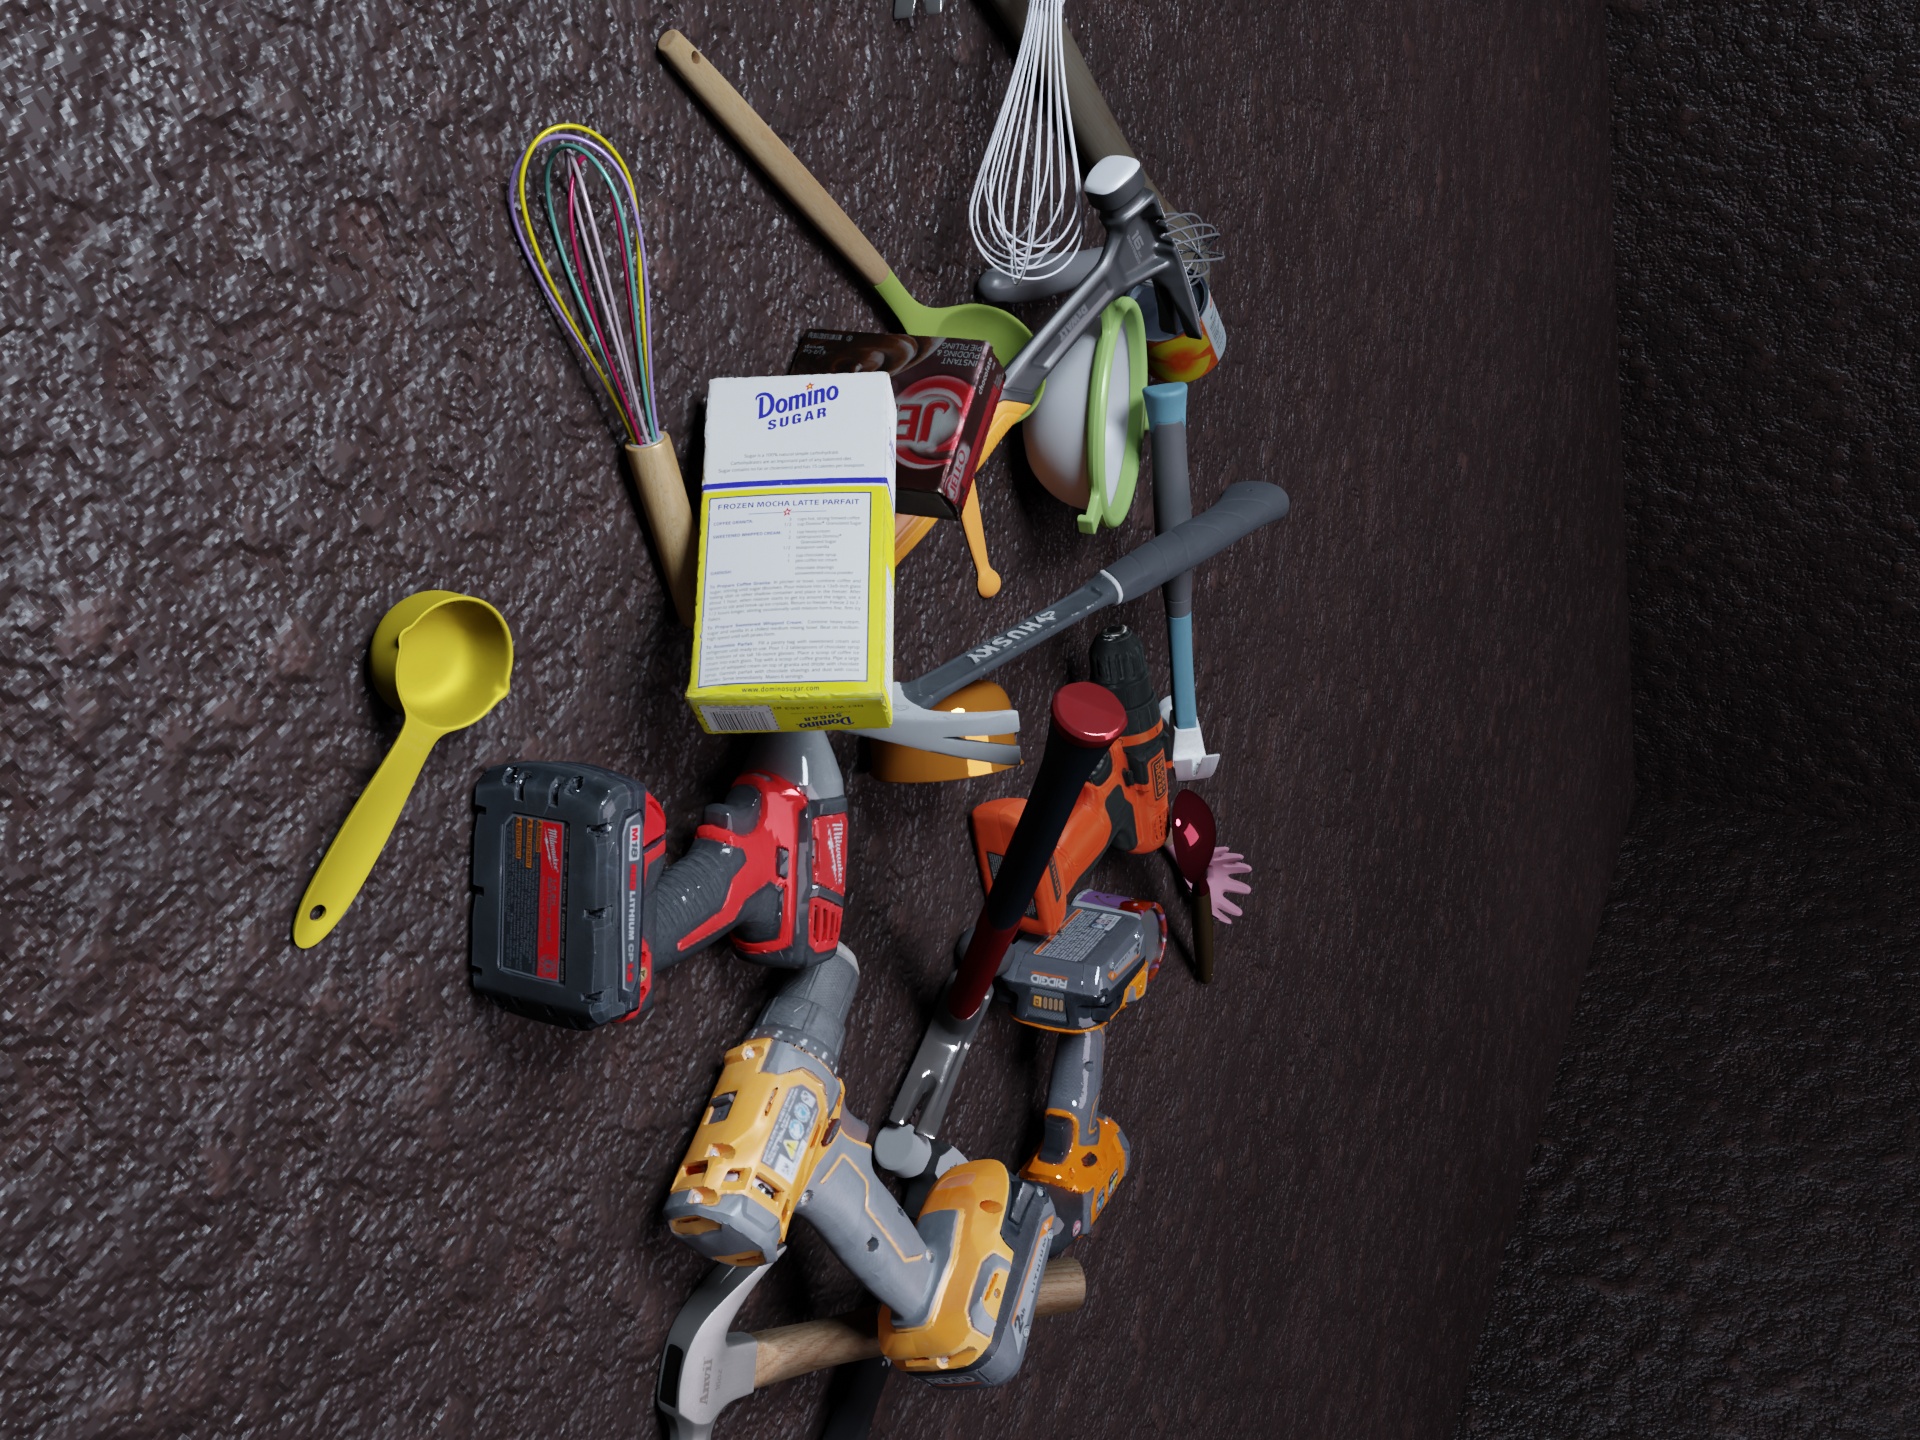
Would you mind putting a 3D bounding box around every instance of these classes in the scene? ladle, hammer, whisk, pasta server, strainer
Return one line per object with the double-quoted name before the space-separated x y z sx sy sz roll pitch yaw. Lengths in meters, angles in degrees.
"ladle" 0.197 0.151 1.305 0.315 0.031 0.069 74 26 -56
"hammer" -0.039 0.362 0.959 0.331 0.031 0.130 7 86 -45
"hammer" 0.014 -0.162 0.903 0.337 0.034 0.127 -49 136 -14
"hammer" 0.082 -0.398 1.067 0.410 0.038 0.146 38 65 -55
"ladle" -0.049 -0.260 0.865 0.319 0.062 0.078 37 62 -52
"whisk" 0.098 -0.306 1.073 0.239 0.055 0.055 -24 117 -40
"hammer" 0.023 0.109 0.886 0.386 0.038 0.143 107 7 -57
"pasta server" 0.167 0.087 1.296 0.315 0.040 0.060 45 64 -51
"whisk" -0.148 -0.151 0.739 0.047 0.051 0.244 -54 141 -47
"hammer" 0.158 -0.095 1.164 0.128 0.033 0.330 -95 176 -55
"whisk" 0.047 -0.397 0.933 0.070 0.070 0.284 8 87 -58
"strainer" 0.092 -0.215 1.108 0.256 0.069 0.151 -36 130 -72
"hammer" 0.083 -0.075 0.964 0.409 0.149 0.036 -31 127 -41
"hammer" -0.063 0.432 0.995 0.146 0.035 0.335 50 54 -49

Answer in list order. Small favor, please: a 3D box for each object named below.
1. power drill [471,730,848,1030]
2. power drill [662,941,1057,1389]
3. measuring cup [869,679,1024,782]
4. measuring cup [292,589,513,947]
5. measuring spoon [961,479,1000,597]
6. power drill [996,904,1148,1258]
"power drill" -0.130 0.064 0.780 0.219 0.078 0.143 -7 102 -60
"power drill" -0.046 0.248 0.893 0.226 0.084 0.185 43 45 -25
"measuring cup" -0.002 -0.003 0.984 0.173 0.095 0.052 -38 122 -73
"measuring cup" -0.238 0.018 0.651 0.062 0.029 0.156 38 76 -54
"measuring spoon" 0.011 -0.132 1.025 0.021 0.011 0.116 -46 133 -44
"power drill" 0.073 0.262 1.125 0.164 0.084 0.226 -29 123 -63
